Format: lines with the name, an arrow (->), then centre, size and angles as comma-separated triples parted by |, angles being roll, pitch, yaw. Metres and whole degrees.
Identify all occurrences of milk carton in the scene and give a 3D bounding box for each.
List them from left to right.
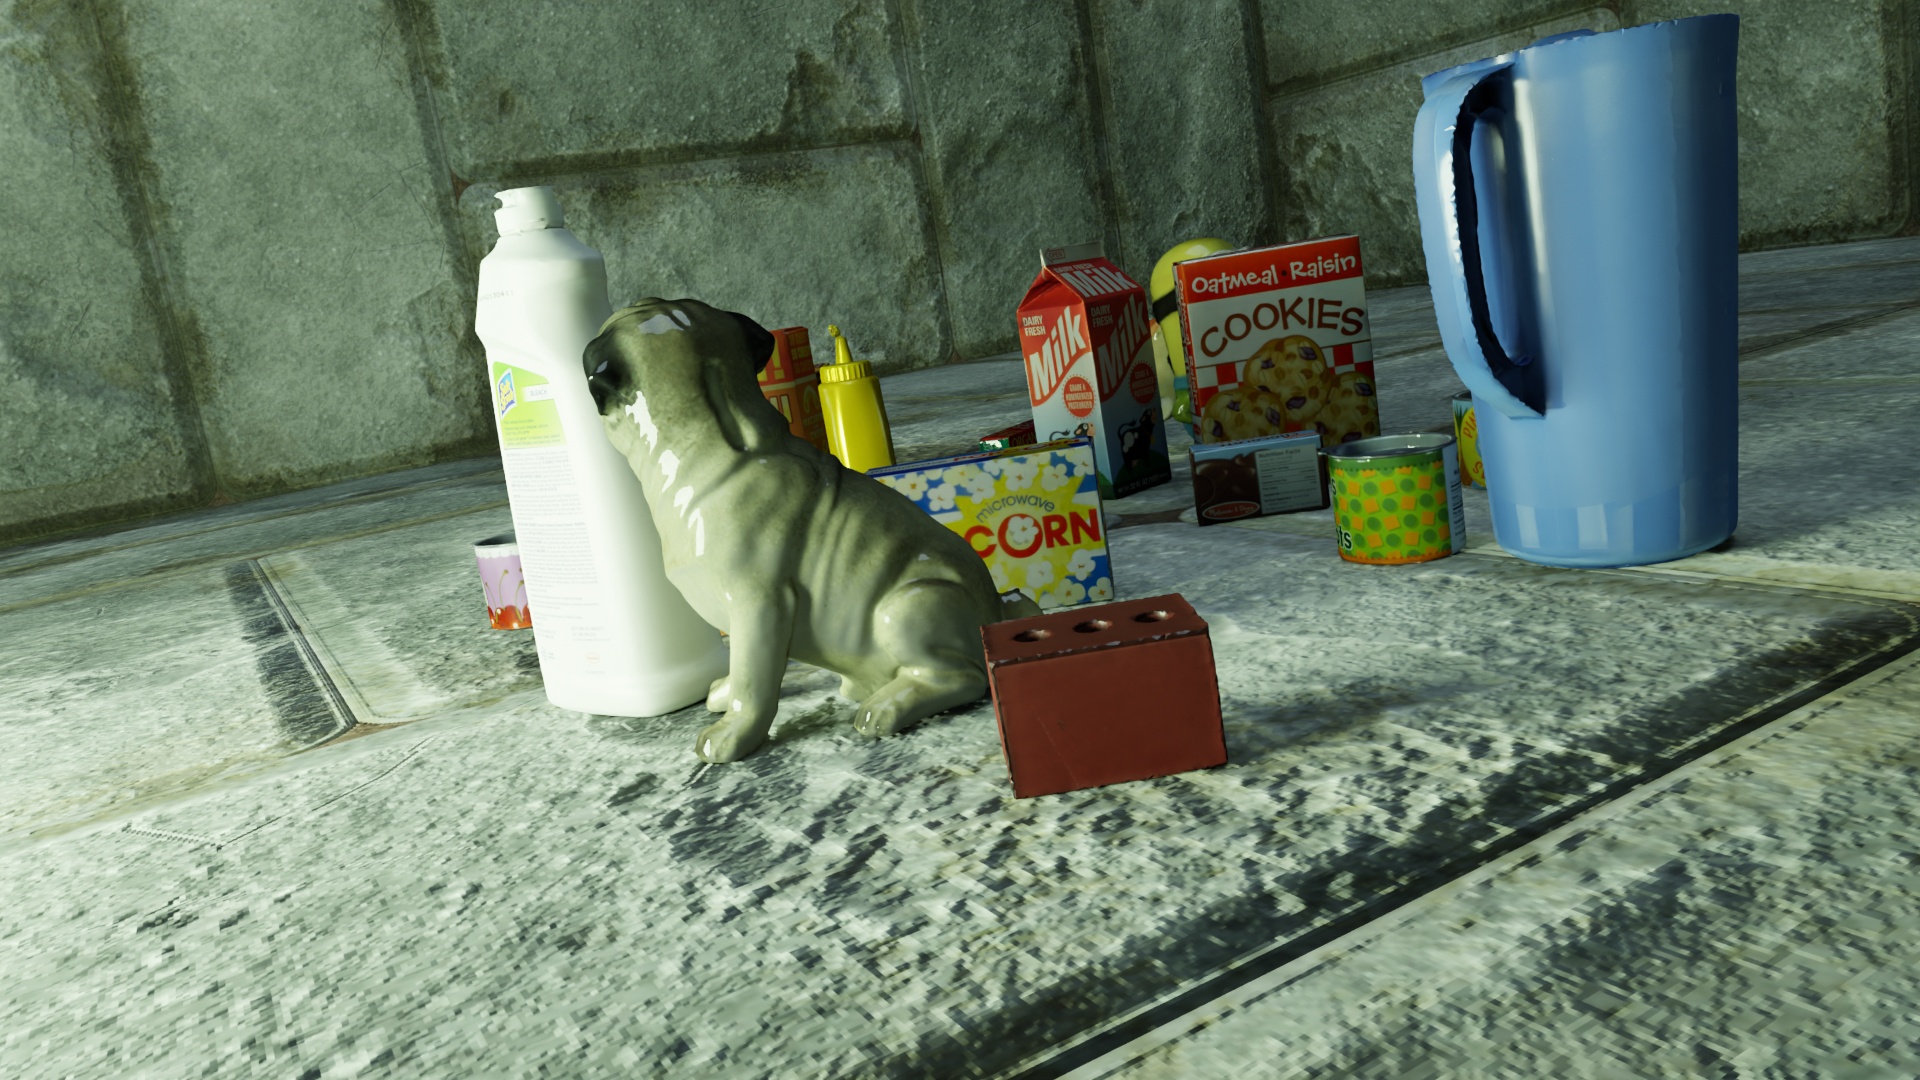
milk carton -> 0.099, -0.131, 1.061 | 0.072, 0.190, 0.073 | -18, 13, -41

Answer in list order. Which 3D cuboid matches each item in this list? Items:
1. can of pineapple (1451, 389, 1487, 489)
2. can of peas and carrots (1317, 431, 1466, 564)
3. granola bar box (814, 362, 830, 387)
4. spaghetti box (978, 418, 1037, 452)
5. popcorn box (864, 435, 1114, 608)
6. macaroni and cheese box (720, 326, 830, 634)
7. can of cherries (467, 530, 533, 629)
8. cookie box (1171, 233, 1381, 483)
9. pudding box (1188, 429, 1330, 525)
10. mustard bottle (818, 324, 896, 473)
can of pineapple -> 0.343, -0.066, 0.866 | 0.071, 0.057, 0.071 | -9, 10, 2
can of peas and carrots -> 0.227, -0.022, 0.732 | 0.071, 0.058, 0.071 | -9, 10, 2
granola bar box -> -0.126, -0.087, 1.207 | 0.039, 0.124, 0.166 | -9, 10, 1
spaghetti box -> 0.088, -0.088, 1.230 | 0.028, 0.050, 0.251 | -3, 12, 30
popcorn box -> 0.015, -0.004, 0.745 | 0.127, 0.085, 0.038 | -8, 10, 5
macaroni and cheese box -> -0.135, -0.031, 0.797 | 0.124, 0.166, 0.040 | -7, 10, 14
can of cherries -> -0.289, 0.024, 0.931 | 0.071, 0.058, 0.071 | -9, 10, 2
cookie box -> 0.219, -0.119, 0.960 | 0.123, 0.167, 0.040 | -9, 10, -1
pudding box -> 0.190, -0.041, 0.889 | 0.084, 0.049, 0.030 | -8, 10, 5
mustard bottle -> -0.079, -0.086, 1.063 | 0.049, 0.160, 0.065 | -12, 10, -16
